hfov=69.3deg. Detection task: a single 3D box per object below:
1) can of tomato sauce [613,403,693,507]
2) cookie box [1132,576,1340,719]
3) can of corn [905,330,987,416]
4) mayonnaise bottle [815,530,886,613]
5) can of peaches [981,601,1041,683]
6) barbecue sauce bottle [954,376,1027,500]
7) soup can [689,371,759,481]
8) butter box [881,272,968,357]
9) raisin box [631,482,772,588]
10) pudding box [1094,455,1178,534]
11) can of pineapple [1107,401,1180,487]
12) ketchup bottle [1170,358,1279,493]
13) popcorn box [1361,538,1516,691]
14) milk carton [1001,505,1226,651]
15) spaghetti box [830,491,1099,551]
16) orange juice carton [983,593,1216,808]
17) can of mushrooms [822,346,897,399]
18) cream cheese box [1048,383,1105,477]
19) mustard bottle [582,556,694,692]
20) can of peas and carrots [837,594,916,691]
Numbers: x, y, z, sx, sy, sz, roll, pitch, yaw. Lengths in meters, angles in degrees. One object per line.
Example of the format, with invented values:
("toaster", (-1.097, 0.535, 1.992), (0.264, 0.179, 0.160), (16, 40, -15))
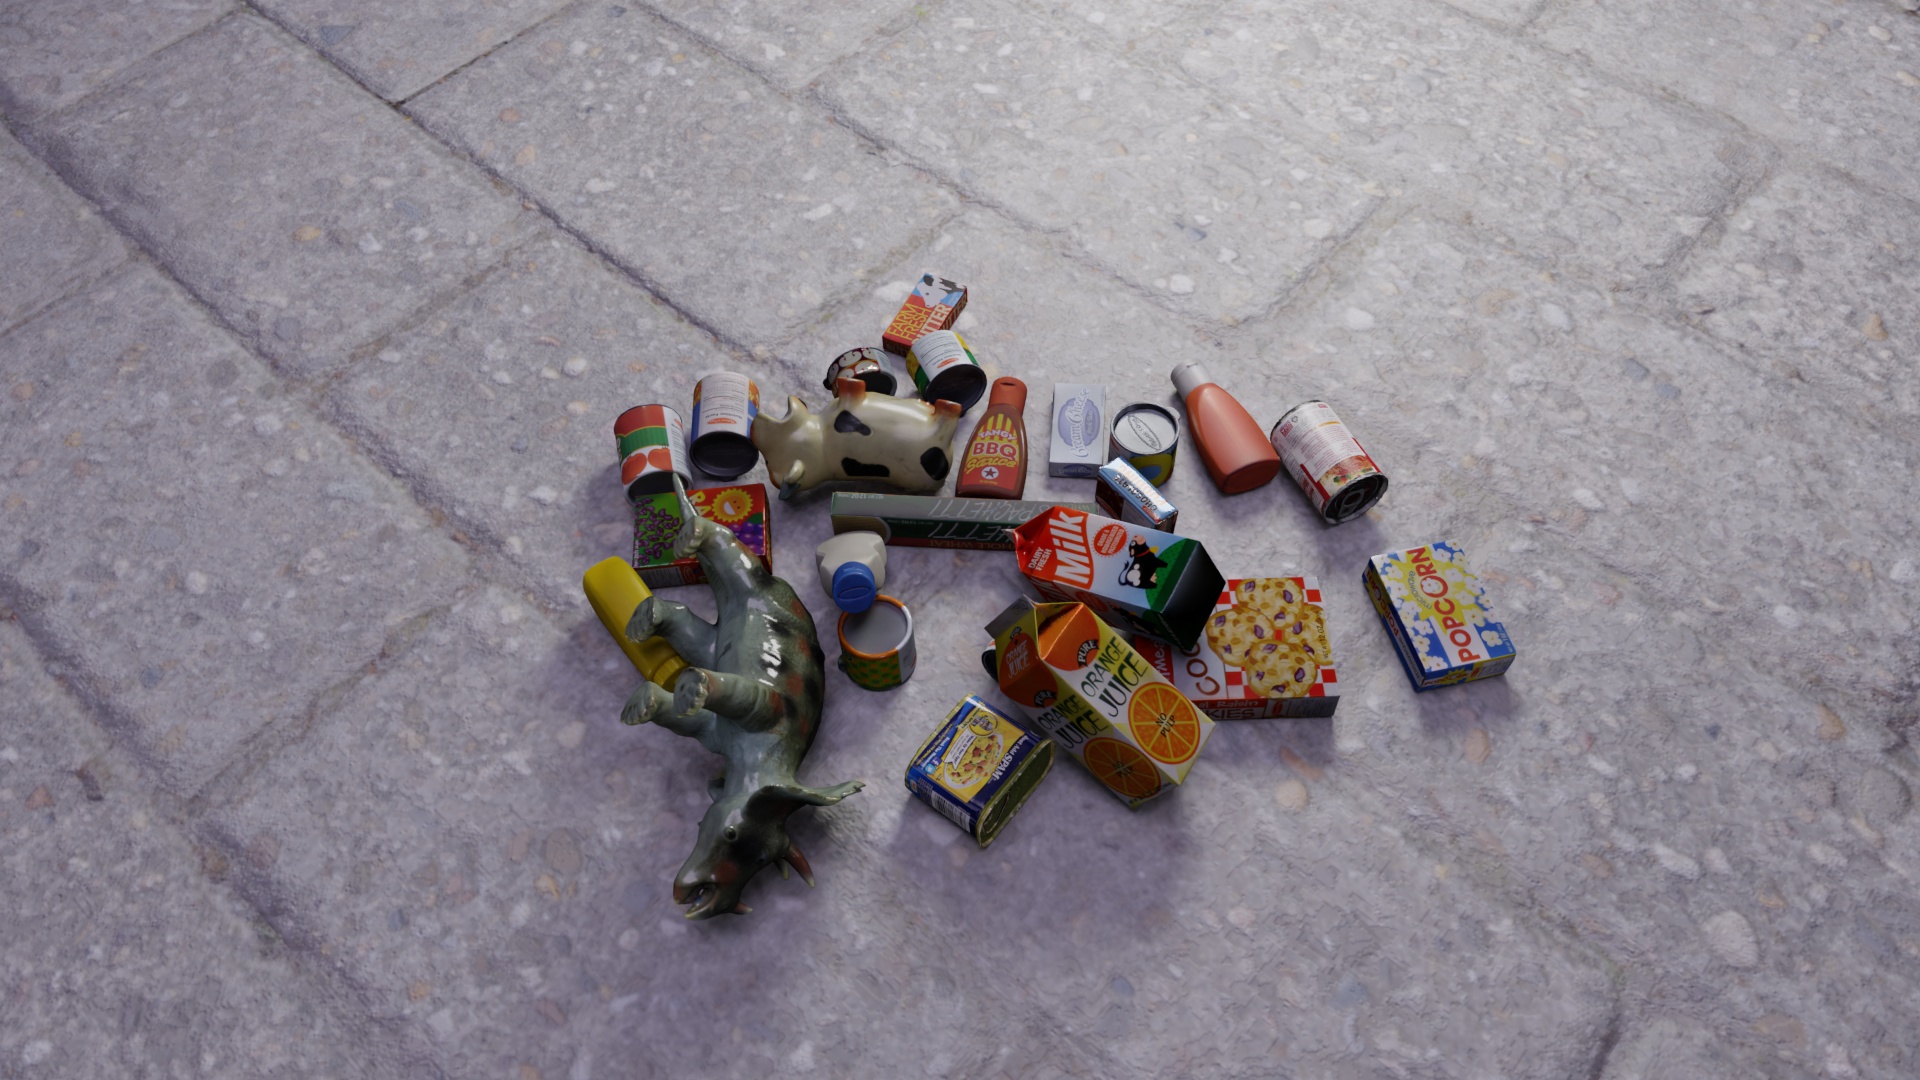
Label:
("can of tomato sauce", (-0.298, -0.079, 1.339), (0.071, 0.070, 0.083), (-13, 56, -7))
("cookie box", (0.236, 0.093, 1.214), (0.167, 0.040, 0.123), (-2, 55, 1))
("can of corn", (-0.015, -0.166, 1.391), (0.071, 0.070, 0.058), (-19, 51, -11))
("mayonnaise bottle", (-0.095, 0.027, 1.221), (0.065, 0.041, 0.148), (-12, 14, -3))
("can of peaches", (0.062, 0.096, 1.206), (0.071, 0.071, 0.058), (22, 58, 17))
("barbecue sauce bottle", (0.037, -0.093, 1.351), (0.065, 0.043, 0.149), (7, 55, 8))
("soup can", (-0.230, -0.112, 1.360), (0.071, 0.071, 0.084), (-5, 50, -1))
("butter box", (-0.037, -0.234, 1.465), (0.053, 0.024, 0.104), (20, 58, 16))
("raisin box", (-0.241, -0.004, 1.301), (0.123, 0.040, 0.086), (-6, 55, -1))
("pudding box", (0.164, -0.034, 1.301), (0.030, 0.049, 0.084), (-32, 60, -20))
("can of pineapple", (0.177, -0.091, 1.336), (0.071, 0.057, 0.071), (-1, 55, 1))
("ketchup bottle", (0.252, -0.116, 1.359), (0.065, 0.043, 0.149), (-16, 56, -10))
("popcorn box", (0.421, 0.065, 1.229), (0.085, 0.038, 0.127), (-12, 55, -6))
("milk carton", (0.124, 0.027, 1.209), (0.190, 0.072, 0.073), (16, 68, 39))
("spaghetti box", (0.005, -0.016, 1.294), (0.250, 0.050, 0.029), (3, 57, 4))
("orange juice carton", (0.105, 0.122, 1.128), (0.192, 0.071, 0.073), (42, 53, -3))
("can of mushrooms", (-0.100, -0.158, 1.389), (0.071, 0.070, 0.033), (-17, 57, -9))
("cream cheese box", (0.116, -0.109, 1.371), (0.053, 0.024, 0.104), (2, 55, 5))
("mustard bottle", (-0.274, 0.086, 1.227), (0.049, 0.065, 0.160), (-33, 67, -21))
("can of peas and carrots", (-0.075, 0.089, 1.217), (0.071, 0.058, 0.071), (-1, 54, 1))
